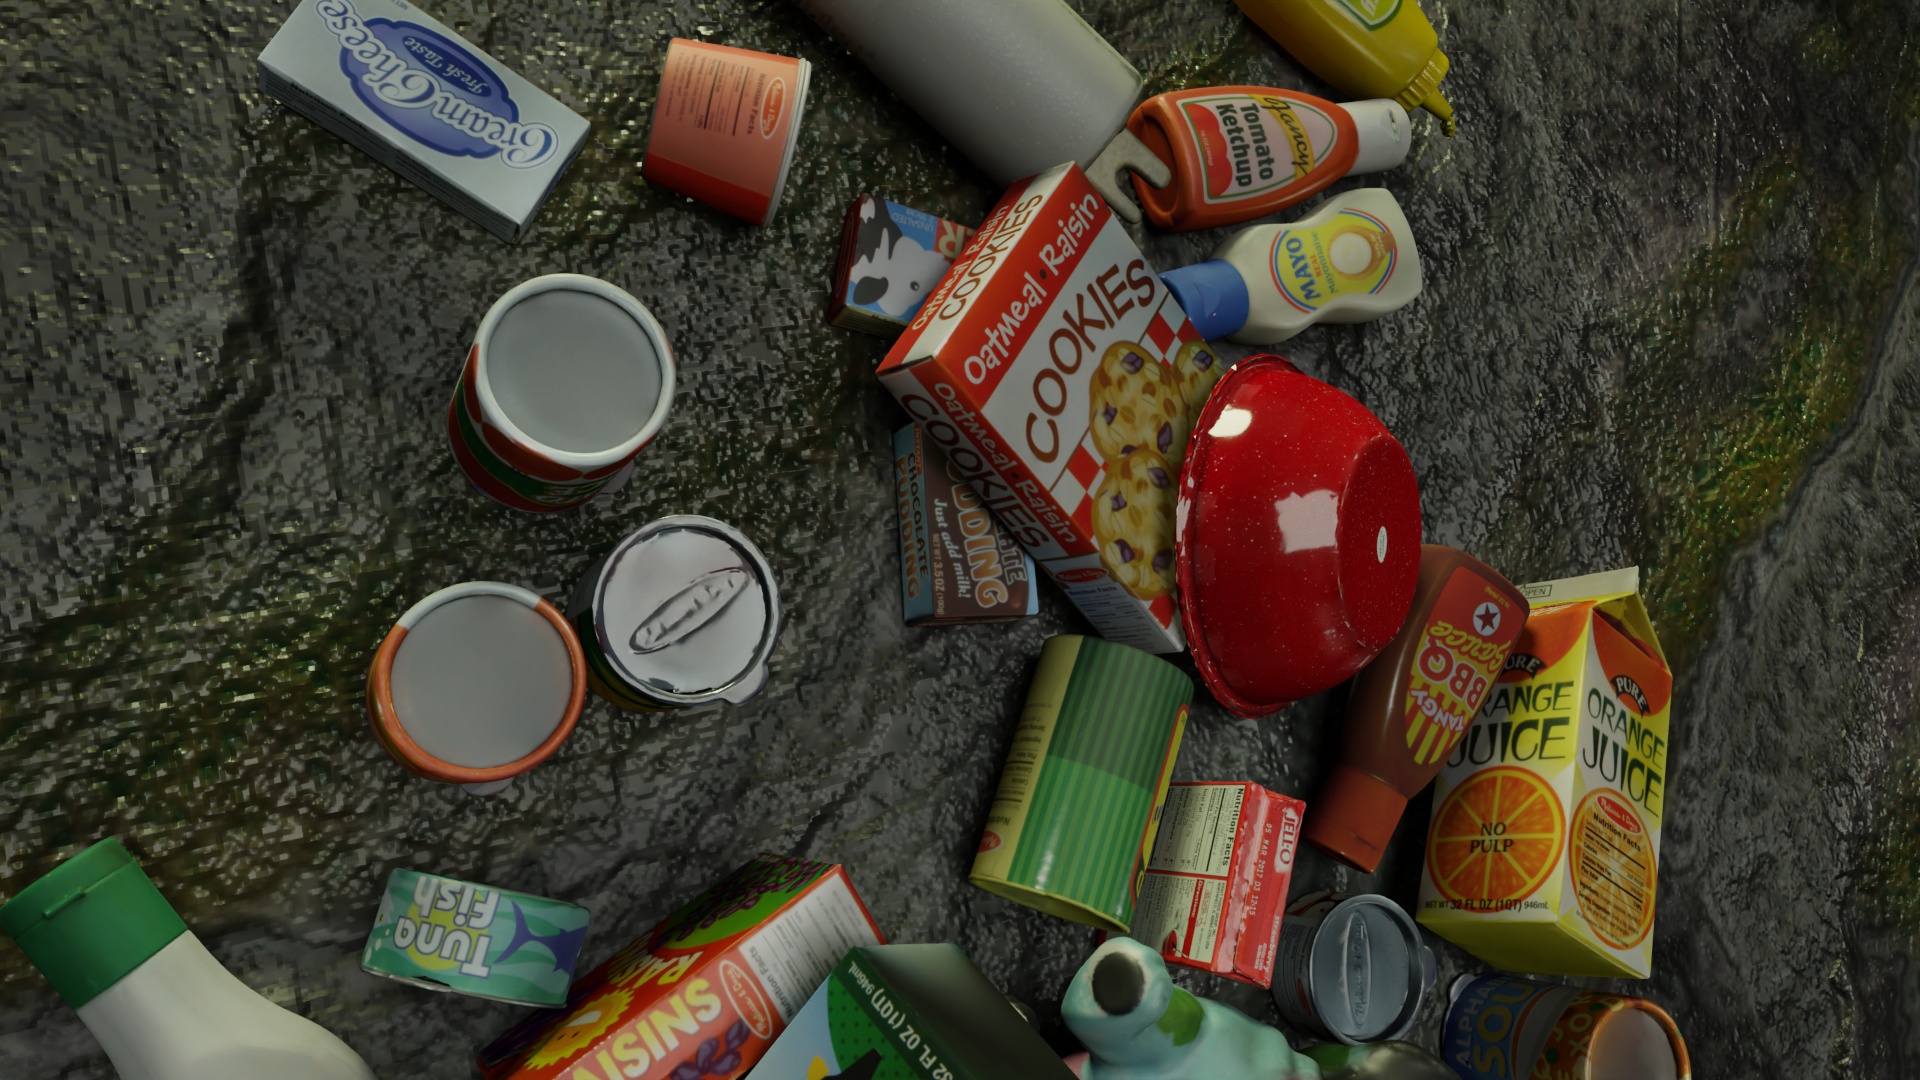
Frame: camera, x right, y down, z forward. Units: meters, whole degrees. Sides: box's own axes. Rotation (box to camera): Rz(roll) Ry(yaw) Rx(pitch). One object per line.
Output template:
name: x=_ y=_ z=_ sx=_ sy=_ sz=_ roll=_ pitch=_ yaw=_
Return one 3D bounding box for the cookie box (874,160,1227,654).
cookie box: x=0.055 y=-0.053 z=0.577 sx=0.167 sy=0.040 sz=0.123 roll=48 pitch=55 yaw=-25

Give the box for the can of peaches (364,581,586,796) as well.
can of peaches: x=-0.164 y=0.051 z=0.470 sx=0.071 sy=0.058 sz=0.071 roll=5 pitch=78 yaw=-25

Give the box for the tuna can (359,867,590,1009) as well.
tuna can: x=-0.158 y=0.129 z=0.452 sx=0.071 sy=0.071 sz=0.033 roll=19 pitch=72 yaw=-22

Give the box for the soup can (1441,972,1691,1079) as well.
soup can: x=0.271 y=0.233 z=0.630 sx=0.071 sy=0.083 sz=0.071 roll=5 pitch=78 yaw=-24

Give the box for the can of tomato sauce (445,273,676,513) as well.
can of tomato sauce: x=-0.140 y=-0.048 z=0.486 sx=0.071 sy=0.083 sz=0.071 roll=5 pitch=79 yaw=-24

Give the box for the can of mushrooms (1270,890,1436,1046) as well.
can of mushrooms: x=0.174 y=0.191 z=0.619 sx=0.071 sy=0.033 sz=0.071 roll=5 pitch=78 yaw=-25

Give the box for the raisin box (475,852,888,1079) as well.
raisin box: x=-0.095 y=0.157 z=0.468 sx=0.124 sy=0.086 sz=0.040 roll=-33 pitch=97 yaw=-27

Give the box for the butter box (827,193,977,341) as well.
butter box: x=-0.002 y=-0.107 z=0.596 sx=0.103 sy=0.024 sz=0.053 roll=13 pitch=76 yaw=-23

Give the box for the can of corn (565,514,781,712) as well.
can of corn: x=-0.104 y=0.030 z=0.502 sx=0.071 sy=0.058 sz=0.071 roll=5 pitch=78 yaw=-25

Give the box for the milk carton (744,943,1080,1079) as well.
milk carton: x=-0.053 y=0.225 z=0.446 sx=0.072 sy=0.073 sz=0.190 roll=40 pitch=95 yaw=29

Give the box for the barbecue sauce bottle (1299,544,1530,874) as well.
barbecue sauce bottle: x=0.205 y=0.079 z=0.638 sx=0.065 sy=0.043 sz=0.149 roll=34 pitch=79 yaw=-22

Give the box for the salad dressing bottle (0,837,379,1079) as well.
salad dressing bottle: x=-0.231 y=0.160 z=0.427 sx=0.064 sy=0.044 sz=0.147 roll=-38 pitch=96 yaw=-24

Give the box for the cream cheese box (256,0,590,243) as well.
cream cheese box: x=-0.196 y=-0.161 z=0.513 sx=0.104 sy=0.024 sz=0.053 roll=31 pitch=70 yaw=-17

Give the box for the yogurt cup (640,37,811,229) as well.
yogurt cup: x=-0.092 y=-0.161 z=0.542 sx=0.054 sy=0.072 sz=0.072 roll=13 pitch=75 yaw=-15

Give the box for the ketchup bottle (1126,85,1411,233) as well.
ketchup bottle: x=0.153 y=-0.190 z=0.675 sx=0.149 sy=0.043 sz=0.064 roll=-15 pitch=90 yaw=-28

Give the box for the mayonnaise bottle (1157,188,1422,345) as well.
mayonnaise bottle: x=0.153 y=-0.125 z=0.664 sx=0.148 sy=0.041 sz=0.064 roll=-20 pitch=91 yaw=-28

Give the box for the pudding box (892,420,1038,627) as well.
pudding box: x=0.002 y=-0.007 z=0.576 sx=0.050 sy=0.030 sz=0.084 roll=1 pitch=80 yaw=-27

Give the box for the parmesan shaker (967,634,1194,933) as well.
parmesan shaker: x=0.051 y=0.097 z=0.556 sx=0.071 sy=0.071 sz=0.103 roll=26 pitch=71 yaw=-19

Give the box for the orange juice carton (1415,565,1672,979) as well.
orange juice carton: x=0.278 y=0.100 z=0.652 sx=0.073 sy=0.071 sz=0.193 roll=33 pitch=60 yaw=-26

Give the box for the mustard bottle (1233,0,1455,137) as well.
mustard bottle: x=0.202 y=-0.264 z=0.709 sx=0.160 sy=0.048 sz=0.065 roll=37 pitch=69 yaw=-15
